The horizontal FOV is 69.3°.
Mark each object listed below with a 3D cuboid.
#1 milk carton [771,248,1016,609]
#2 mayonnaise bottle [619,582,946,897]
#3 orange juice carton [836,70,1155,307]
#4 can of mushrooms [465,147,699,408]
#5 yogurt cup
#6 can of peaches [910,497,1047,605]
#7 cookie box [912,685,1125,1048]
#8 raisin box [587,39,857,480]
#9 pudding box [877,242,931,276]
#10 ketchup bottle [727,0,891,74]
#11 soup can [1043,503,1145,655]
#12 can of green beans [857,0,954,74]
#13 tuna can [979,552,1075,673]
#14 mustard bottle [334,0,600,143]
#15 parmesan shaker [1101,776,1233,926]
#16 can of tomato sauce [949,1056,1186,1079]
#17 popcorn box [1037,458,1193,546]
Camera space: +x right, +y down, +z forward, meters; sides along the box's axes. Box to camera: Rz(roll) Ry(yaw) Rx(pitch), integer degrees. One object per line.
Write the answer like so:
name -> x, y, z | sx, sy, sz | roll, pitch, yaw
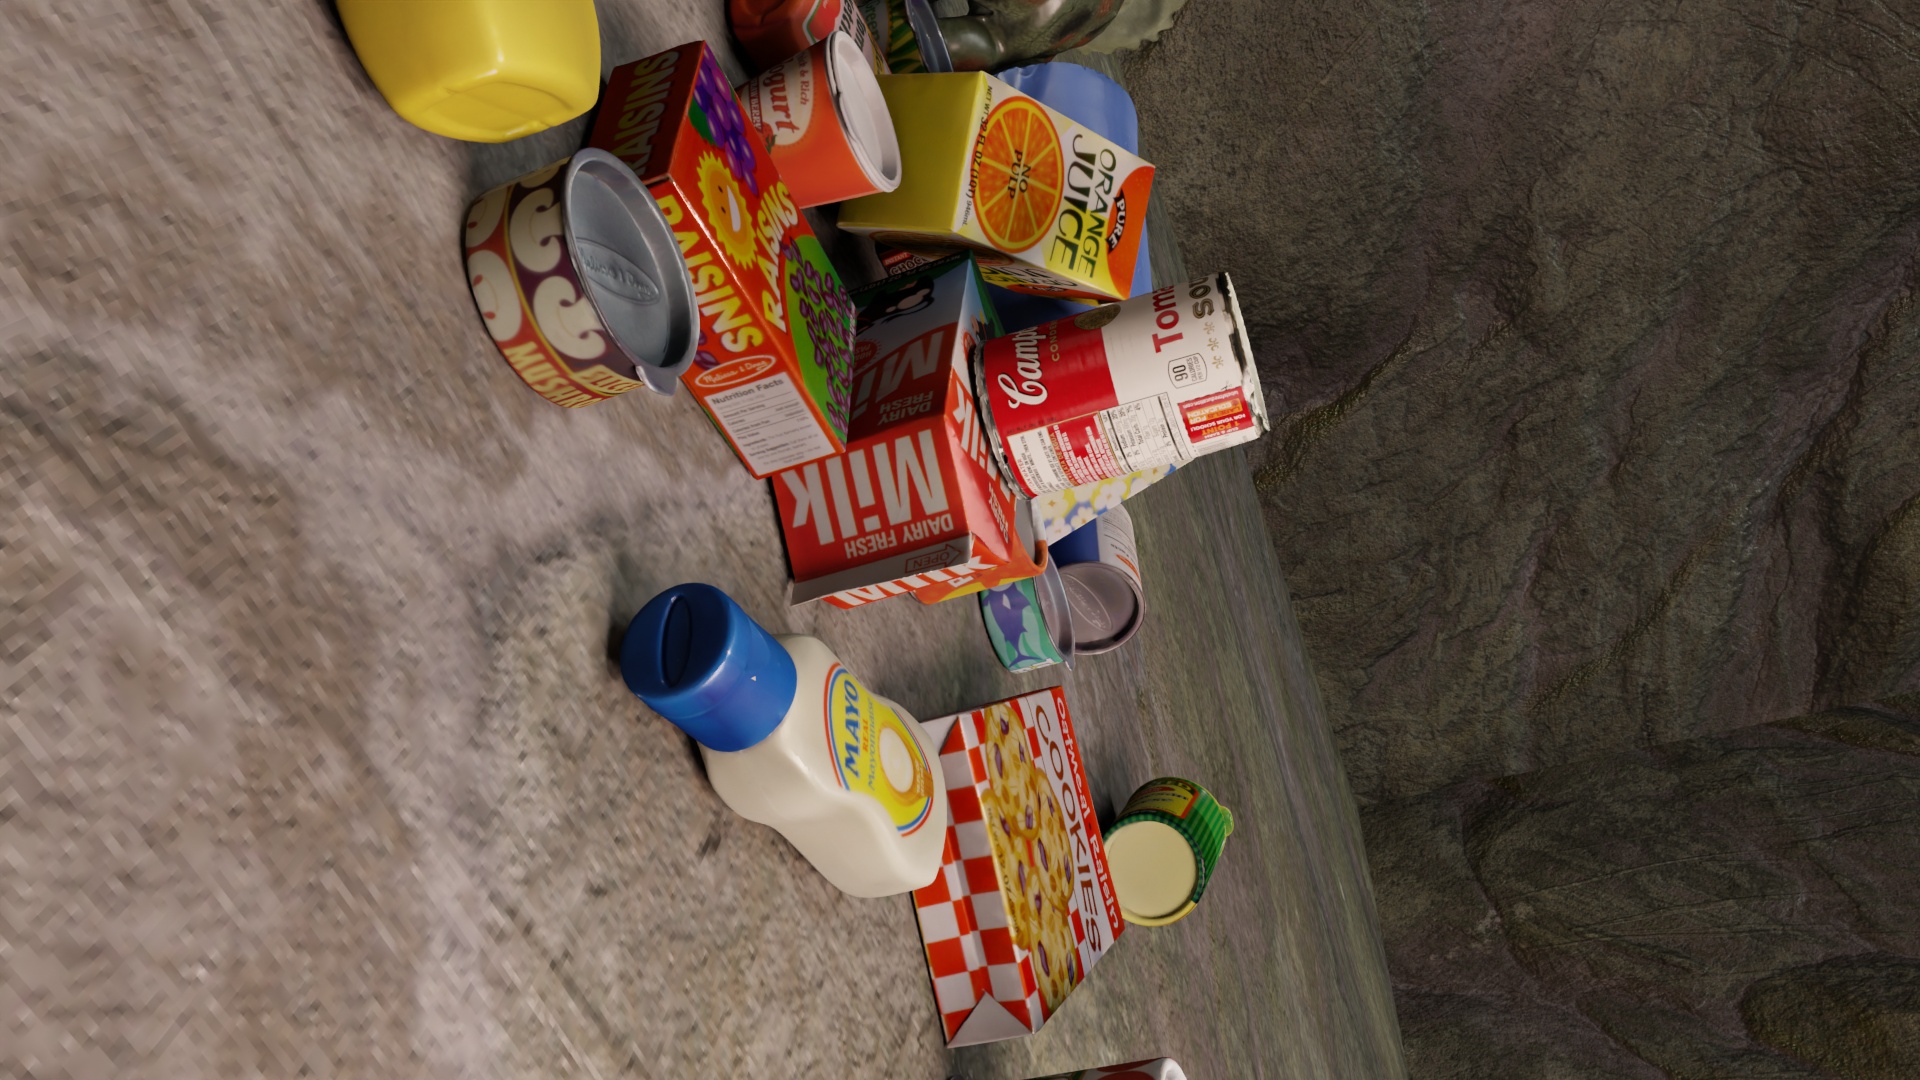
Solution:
milk carton -> -0.021, -0.039, 0.561 | 0.191, 0.072, 0.073 | -81, 152, -55
mayonnaise bottle -> -0.049, 0.062, 0.429 | 0.147, 0.041, 0.065 | 53, 28, -53
orange juice carton -> 0.033, -0.165, 0.684 | 0.193, 0.073, 0.071 | 6, 95, -52
can of mushrooms -> -0.103, -0.070, 0.387 | 0.071, 0.033, 0.071 | -17, 91, -75
yogurt cup -> -0.062, -0.172, 0.584 | 0.072, 0.054, 0.072 | -17, 91, -74
can of peaches -> 0.002, -0.008, 0.636 | 0.071, 0.058, 0.071 | -17, 91, -75
cookie box -> 0.022, 0.132, 0.605 | 0.167, 0.040, 0.123 | 6, 69, -72
raisin box -> -0.080, -0.095, 0.479 | 0.123, 0.040, 0.086 | 60, 22, -43
pudding box -> -0.016, -0.176, 0.751 | 0.084, 0.049, 0.030 | -90, 157, -43
ketchup bottle -> -0.056, -0.212, 0.661 | 0.148, 0.043, 0.065 | 50, 43, -56
soup can -> 0.071, 0.018, 0.828 | 0.084, 0.071, 0.071 | -88, 157, -57
can of green beans -> -0.040, -0.246, 0.722 | 0.071, 0.058, 0.071 | -17, 91, -74
tuna can -> 0.037, 0.040, 0.752 | 0.071, 0.033, 0.071 | -17, 91, -74
mustard bottle -> -0.138, -0.184, 0.352 | 0.065, 0.049, 0.160 | -13, 86, -74
parmesan shaker -> 0.124, 0.184, 0.836 | 0.103, 0.071, 0.071 | -5, 80, -74
can of tomato sauce -> 0.042, 0.225, 0.503 | 0.071, 0.083, 0.071 | -16, 91, -74
popcorn box -> 0.048, -0.051, 0.710 | 0.085, 0.127, 0.038 | 65, -10, -28
